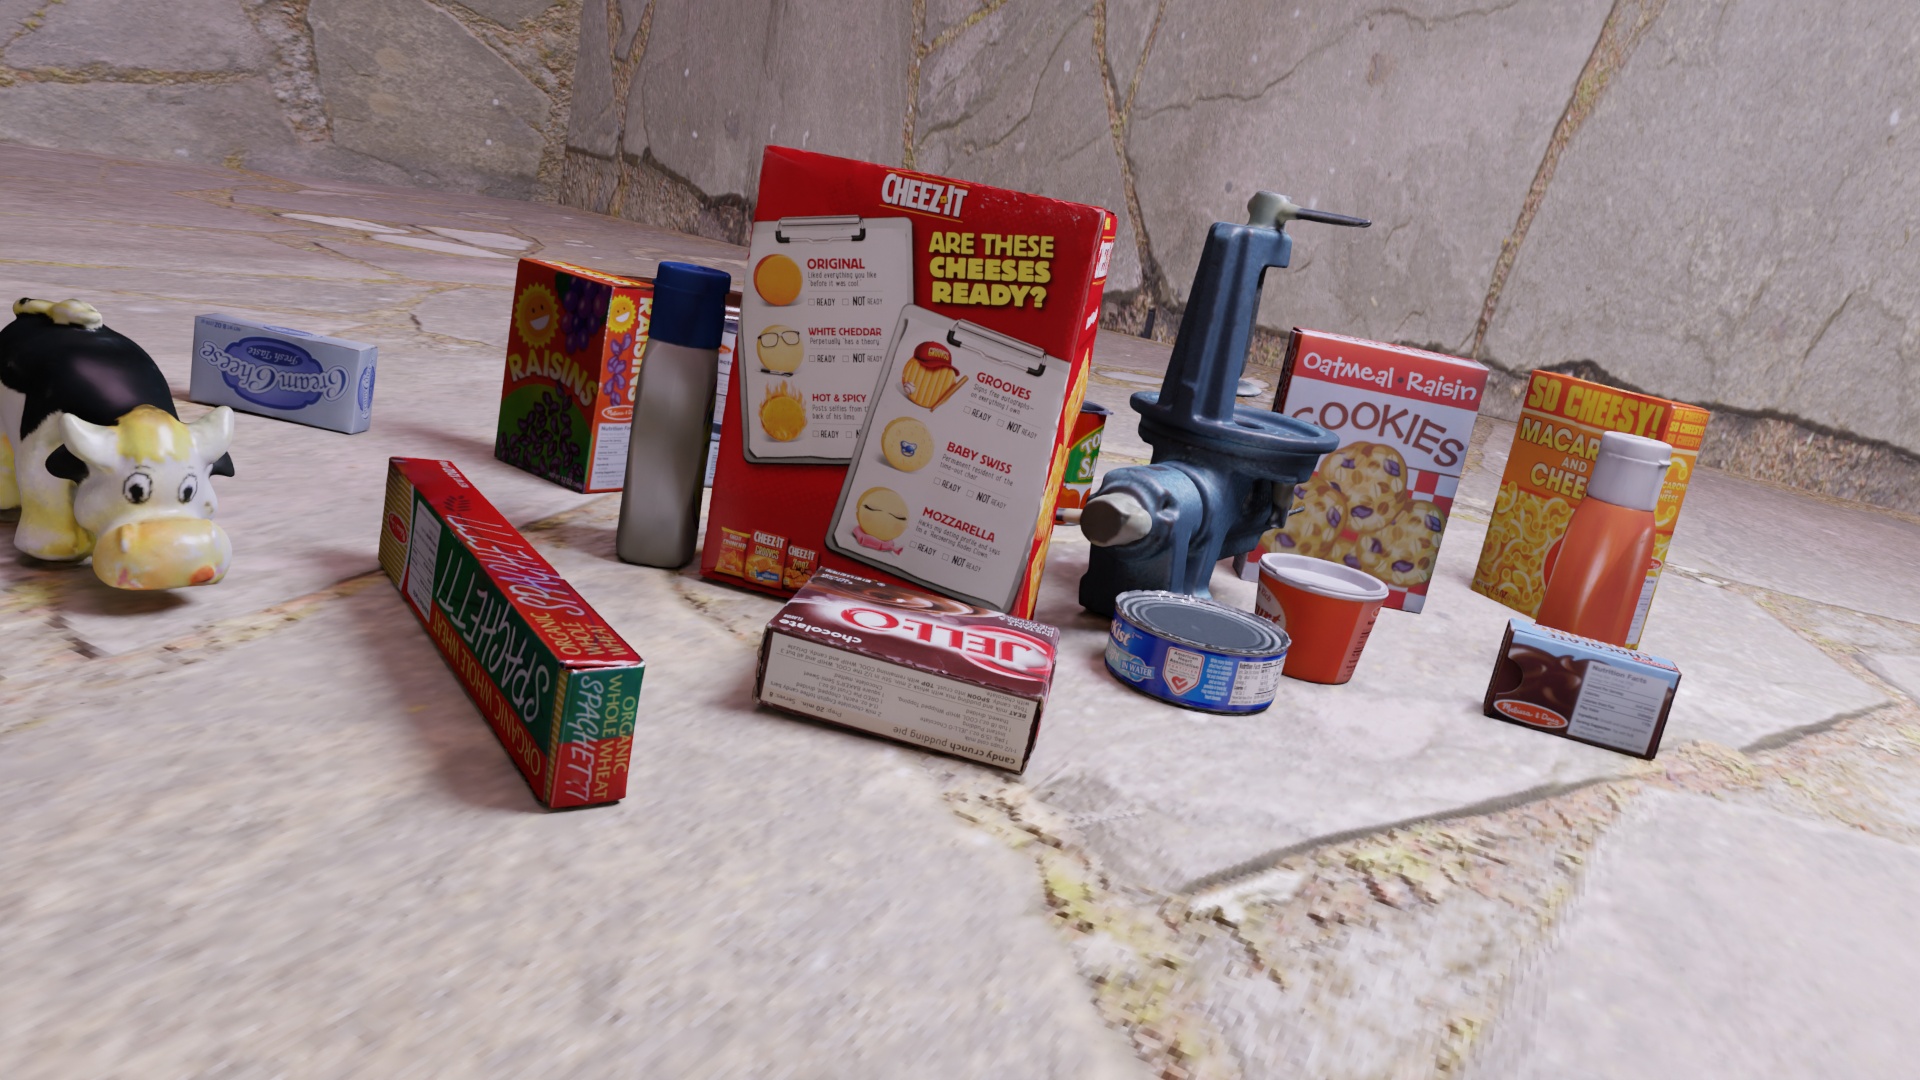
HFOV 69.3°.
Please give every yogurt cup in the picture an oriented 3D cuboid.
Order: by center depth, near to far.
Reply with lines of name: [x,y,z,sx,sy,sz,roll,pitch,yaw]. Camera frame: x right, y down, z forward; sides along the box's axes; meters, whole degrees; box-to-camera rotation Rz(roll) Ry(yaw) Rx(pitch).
yogurt cup: [0.186,0.042,0.737,0.072,0.053,0.072,11,13,-2]

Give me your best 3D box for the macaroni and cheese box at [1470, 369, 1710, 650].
macaroni and cheese box: [0.430,-0.024,0.958,0.040,0.166,0.124,5,15,-25]

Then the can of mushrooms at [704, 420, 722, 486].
can of mushrooms: [-0.174,-0.059,0.897,0.071,0.033,0.071,11,14,-2]

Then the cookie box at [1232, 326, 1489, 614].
cookie box: [0.260,-0.047,0.911,0.123,0.167,0.040,11,13,-1]

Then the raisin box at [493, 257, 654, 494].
raisin box: [-0.228,-0.098,0.824,0.086,0.123,0.040,20,16,32]

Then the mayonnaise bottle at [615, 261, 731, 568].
mayonnaise bottle: [-0.144,-0.064,0.700,0.041,0.147,0.065,9,13,-8]

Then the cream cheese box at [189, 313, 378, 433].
cream cheese box: [-0.407,-0.100,0.836,0.104,0.053,0.024,12,13,2]

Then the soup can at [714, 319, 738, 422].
soup can: [-0.167,-0.118,1.035,0.071,0.083,0.071,11,13,-2]

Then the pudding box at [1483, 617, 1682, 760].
pudding box: [0.318,0.075,0.715,0.084,0.049,0.030,15,14,14]

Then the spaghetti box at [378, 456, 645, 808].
spaghetti box: [-0.179,0.024,0.525,0.029,0.050,0.250,2,17,-35]

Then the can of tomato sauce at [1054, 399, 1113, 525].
can of tomato sauce: [0.066,-0.058,0.982,0.071,0.083,0.071,11,13,-2]

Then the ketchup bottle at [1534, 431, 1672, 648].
ketchup bottle: [0.366,0.014,0.792,0.065,0.148,0.043,1,17,-38]
